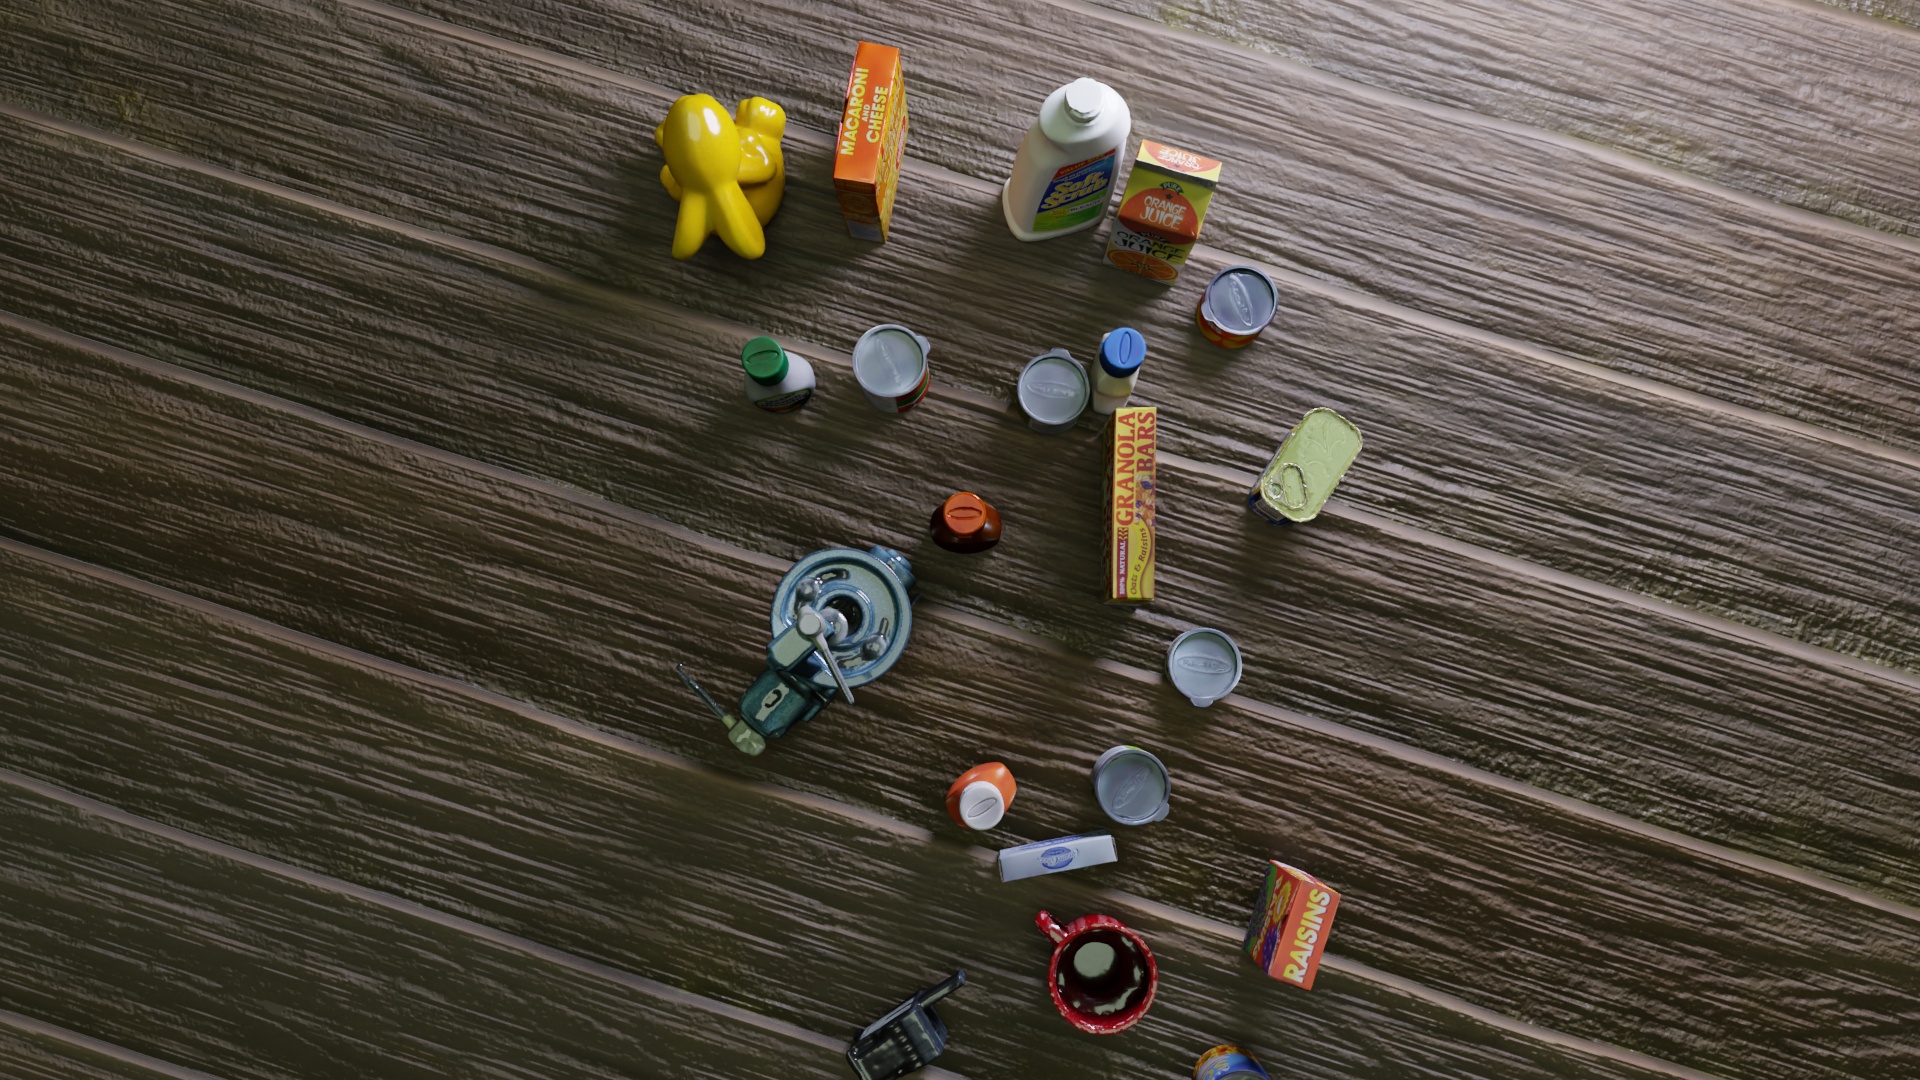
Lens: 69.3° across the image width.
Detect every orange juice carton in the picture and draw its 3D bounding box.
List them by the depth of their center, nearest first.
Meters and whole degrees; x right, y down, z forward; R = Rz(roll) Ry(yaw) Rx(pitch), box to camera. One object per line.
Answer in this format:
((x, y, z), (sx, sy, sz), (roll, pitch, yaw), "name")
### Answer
((0.177, -0.292, 1.225), (0.072, 0.192, 0.073), (18, 85, 2), "orange juice carton")

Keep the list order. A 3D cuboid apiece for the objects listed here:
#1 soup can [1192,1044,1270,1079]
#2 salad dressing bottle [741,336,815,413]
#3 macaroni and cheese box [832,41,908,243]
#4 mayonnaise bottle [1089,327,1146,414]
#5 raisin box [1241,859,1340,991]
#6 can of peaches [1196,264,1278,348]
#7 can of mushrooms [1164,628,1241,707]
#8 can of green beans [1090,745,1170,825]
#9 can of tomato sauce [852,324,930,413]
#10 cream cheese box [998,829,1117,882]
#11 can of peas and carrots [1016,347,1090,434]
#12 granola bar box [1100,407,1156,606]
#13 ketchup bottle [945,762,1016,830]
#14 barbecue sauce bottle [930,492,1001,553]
((0.236, 0.479, 1.201), (0.071, 0.083, 0.071), (0, 85, 1), "soup can")
((-0.166, -0.147, 1.237), (0.064, 0.147, 0.044), (-13, 85, 0), "salad dressing bottle")
((-0.080, -0.352, 1.247), (0.040, 0.166, 0.124), (10, 85, 2), "macaroni and cheese box")
((0.139, -0.154, 1.233), (0.041, 0.148, 0.065), (8, 85, 2), "mayonnaise bottle")
((0.283, 0.328, 1.196), (0.040, 0.123, 0.086), (20, 85, 3), "raisin box")
((0.252, -0.215, 1.284), (0.071, 0.058, 0.071), (0, 85, 1), "can of peaches")
((0.220, 0.115, 1.263), (0.071, 0.033, 0.071), (0, 84, 1), "can of mushrooms")
((0.151, 0.218, 1.241), (0.071, 0.058, 0.071), (0, 85, 1), "can of green beans")
((-0.060, -0.157, 1.269), (0.071, 0.083, 0.071), (0, 85, 1), "can of tomato sauce")
((0.085, 0.281, 1.238), (0.104, 0.053, 0.024), (-11, 85, 0), "cream cheese box")
((0.084, -0.137, 1.277), (0.071, 0.058, 0.071), (0, 85, 1), "can of peas and carrots")
((0.147, -0.026, 1.233), (0.039, 0.124, 0.165), (1, 85, 1), "granola bar box")
((0.017, 0.222, 1.197), (0.065, 0.148, 0.043), (-32, 85, -2), "ketchup bottle")
((0.004, -0.015, 1.221), (0.065, 0.148, 0.043), (0, 85, 1), "barbecue sauce bottle")
